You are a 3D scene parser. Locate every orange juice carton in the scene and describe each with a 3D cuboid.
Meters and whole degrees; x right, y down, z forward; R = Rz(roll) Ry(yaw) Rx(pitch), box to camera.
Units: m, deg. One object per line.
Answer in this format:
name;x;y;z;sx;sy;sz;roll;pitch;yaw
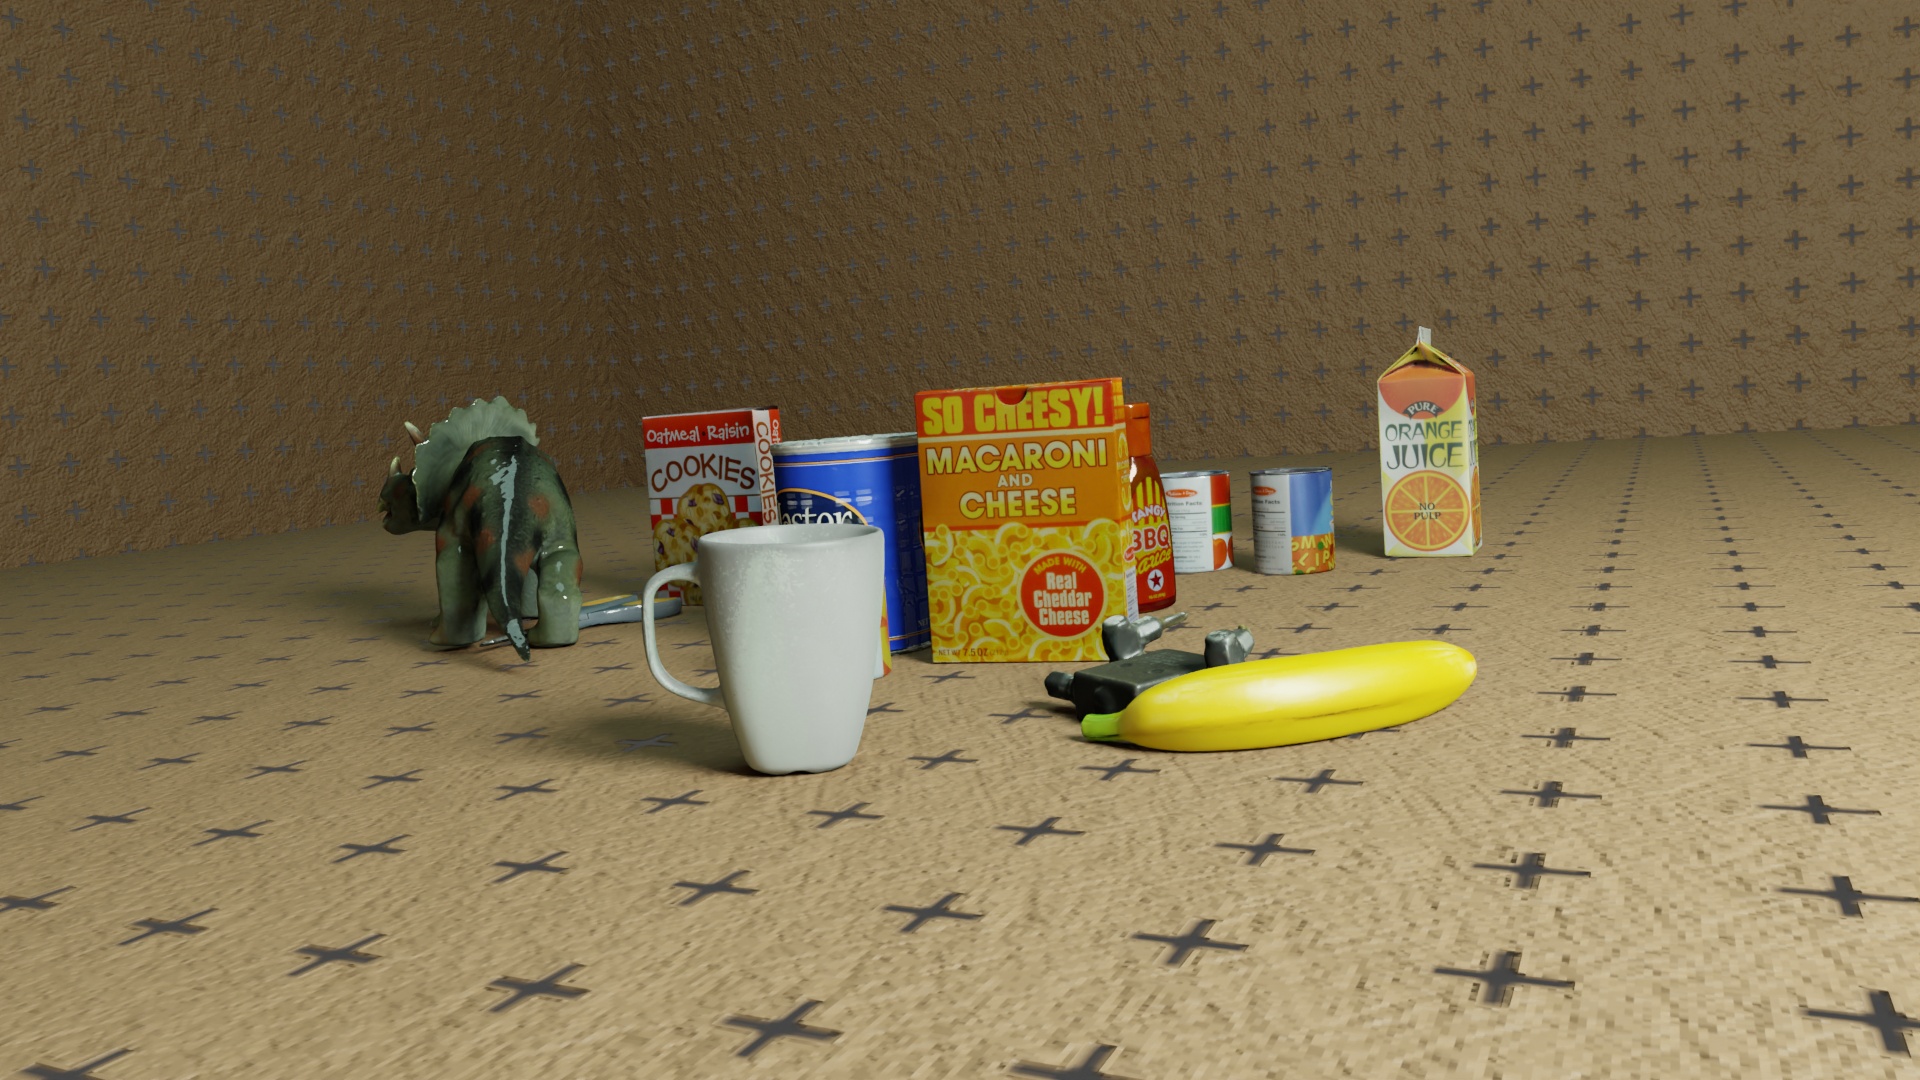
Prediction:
orange juice carton;0.399;-0.085;1.182;0.073;0.192;0.072;-2;6;27

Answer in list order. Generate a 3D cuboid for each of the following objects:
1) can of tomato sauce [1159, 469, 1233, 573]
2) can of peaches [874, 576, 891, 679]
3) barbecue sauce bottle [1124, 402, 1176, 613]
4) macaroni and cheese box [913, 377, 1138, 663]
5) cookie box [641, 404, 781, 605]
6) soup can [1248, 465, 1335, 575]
can of tomato sauce;0.202;-0.017;1.201;0.071;0.083;0.071;-4;5;0
can of peaches;-0.076;0.052;0.832;0.071;0.058;0.071;-4;5;0
barbecue sauce bottle;0.121;-0.024;0.994;0.065;0.148;0.043;-8;6;-38
macaroni and cheese box;0.040;-0.011;0.838;0.124;0.166;0.040;-3;5;17
cookie box;-0.209;-0.029;1.199;0.123;0.167;0.040;-1;6;29
soup can;0.275;-0.017;1.142;0.071;0.083;0.071;-4;5;0
